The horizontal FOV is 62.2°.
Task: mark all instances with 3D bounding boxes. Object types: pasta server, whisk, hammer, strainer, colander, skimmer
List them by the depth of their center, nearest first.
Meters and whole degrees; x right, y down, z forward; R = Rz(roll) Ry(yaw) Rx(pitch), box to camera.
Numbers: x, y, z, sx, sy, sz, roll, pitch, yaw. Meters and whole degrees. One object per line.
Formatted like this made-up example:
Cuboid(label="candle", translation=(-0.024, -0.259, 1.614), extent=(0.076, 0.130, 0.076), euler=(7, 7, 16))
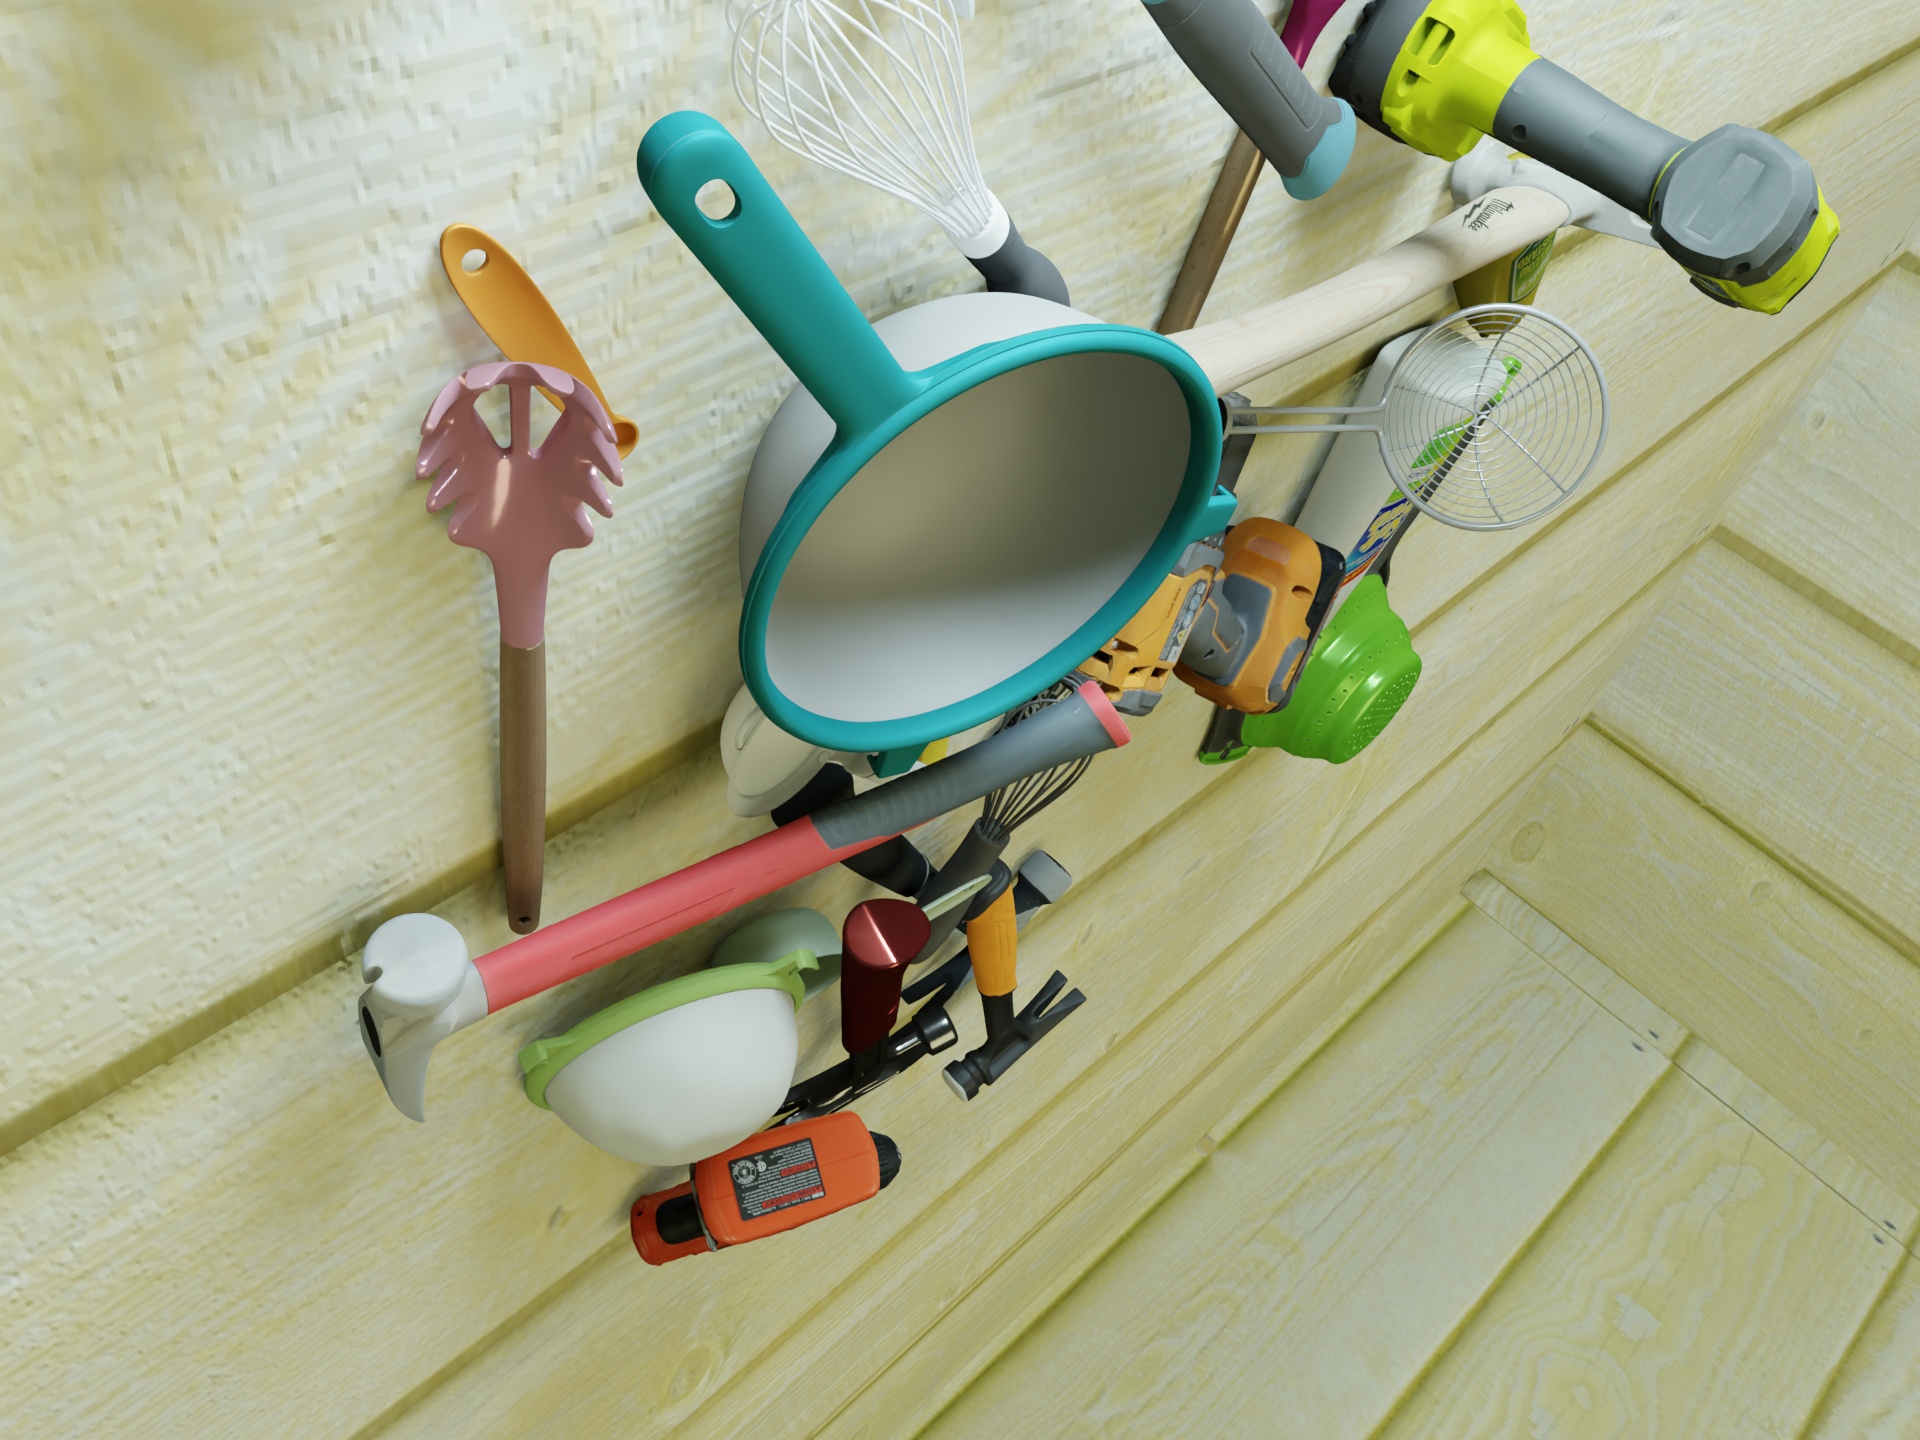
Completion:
Cuboid(label="whisk", translation=(-0.004, -0.186, 0.555), extent=(0.070, 0.070, 0.284), euler=(-52, 162, 7))
Cuboid(label="strainer", translation=(-0.031, -0.114, 0.575), extent=(0.211, 0.095, 0.340), euler=(-37, 149, 5))
Cuboid(label="pasta server", translation=(-0.159, -0.007, 0.579), extent=(0.060, 0.040, 0.316), euler=(0, 140, -15))
Cuboid(label="hammer", translation=(0.082, -0.270, 0.582), extent=(0.128, 0.033, 0.330), euler=(-55, 153, 14))
Cuboid(label="hammer", translation=(-0.081, 0.068, 0.734), extent=(0.386, 0.038, 0.143), euler=(-22, 156, -30))
Cuboid(label="strainer", translation=(-0.054, 0.017, 0.775), extent=(0.087, 0.050, 0.258), euler=(-56, 153, 3))
Cuboid(label="hammer", translation=(0.216, -0.213, 0.788), extent=(0.410, 0.146, 0.038), euler=(-31, 137, -34))
Cuboid(label="skimmer", translation=(0.197, -0.156, 0.825), extent=(0.363, 0.090, 0.127), euler=(-9, 107, -37))
Cuboid(label="strainer", translation=(-0.150, 0.215, 0.861), extent=(0.151, 0.069, 0.256), euler=(-17, 154, -20))
Cuboid(label="whisk", translation=(0.015, 0.063, 0.906), extent=(0.055, 0.055, 0.238), euler=(-21, 150, -47))
Cuboid(label="hammer", translation=(-0.062, 0.177, 0.932), extent=(0.149, 0.037, 0.358), euler=(-27, 162, -14))
Cuboid(label="hammer", translation=(-0.029, 0.102, 0.986), extent=(0.149, 0.036, 0.408), euler=(-47, 156, -2))
Cuboid(label="hammer", translation=(0.031, 0.171, 1.107), extent=(0.127, 0.034, 0.336), euler=(-38, 155, -16))
Cuboid(label="colander", translation=(0.346, -0.097, 1.265), extent=(0.204, 0.095, 0.397), euler=(-6, 132, -58))

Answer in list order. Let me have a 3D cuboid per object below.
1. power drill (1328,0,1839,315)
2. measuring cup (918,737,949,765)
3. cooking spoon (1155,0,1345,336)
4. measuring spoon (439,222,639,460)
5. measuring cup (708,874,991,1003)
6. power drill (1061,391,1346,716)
Cuboid(label="power drill", translation=(0.298, -0.268, 0.748), extent=(0.171, 0.223, 0.080), euler=(-8, 134, -57))
Cuboid(label="measuring cup", translation=(-0.001, -0.003, 0.874), extent=(0.062, 0.029, 0.156), euler=(-33, 151, -33))
Cuboid(label="cooking spoon", translation=(0.136, -0.271, 0.719), extent=(0.068, 0.017, 0.318), euler=(-22, 145, -41))
Cuboid(label="measuring spoon", translation=(-0.131, -0.117, 0.498), extent=(0.021, 0.011, 0.116), euler=(-39, 153, -4))
Cuboid(label="measuring cup", translation=(-0.063, 0.113, 0.888), extent=(0.167, 0.038, 0.083), euler=(-27, 158, -11))
Cuboid(label="power drill", translation=(0.154, -0.092, 0.948), extent=(0.226, 0.084, 0.185), euler=(4, 111, -58))
